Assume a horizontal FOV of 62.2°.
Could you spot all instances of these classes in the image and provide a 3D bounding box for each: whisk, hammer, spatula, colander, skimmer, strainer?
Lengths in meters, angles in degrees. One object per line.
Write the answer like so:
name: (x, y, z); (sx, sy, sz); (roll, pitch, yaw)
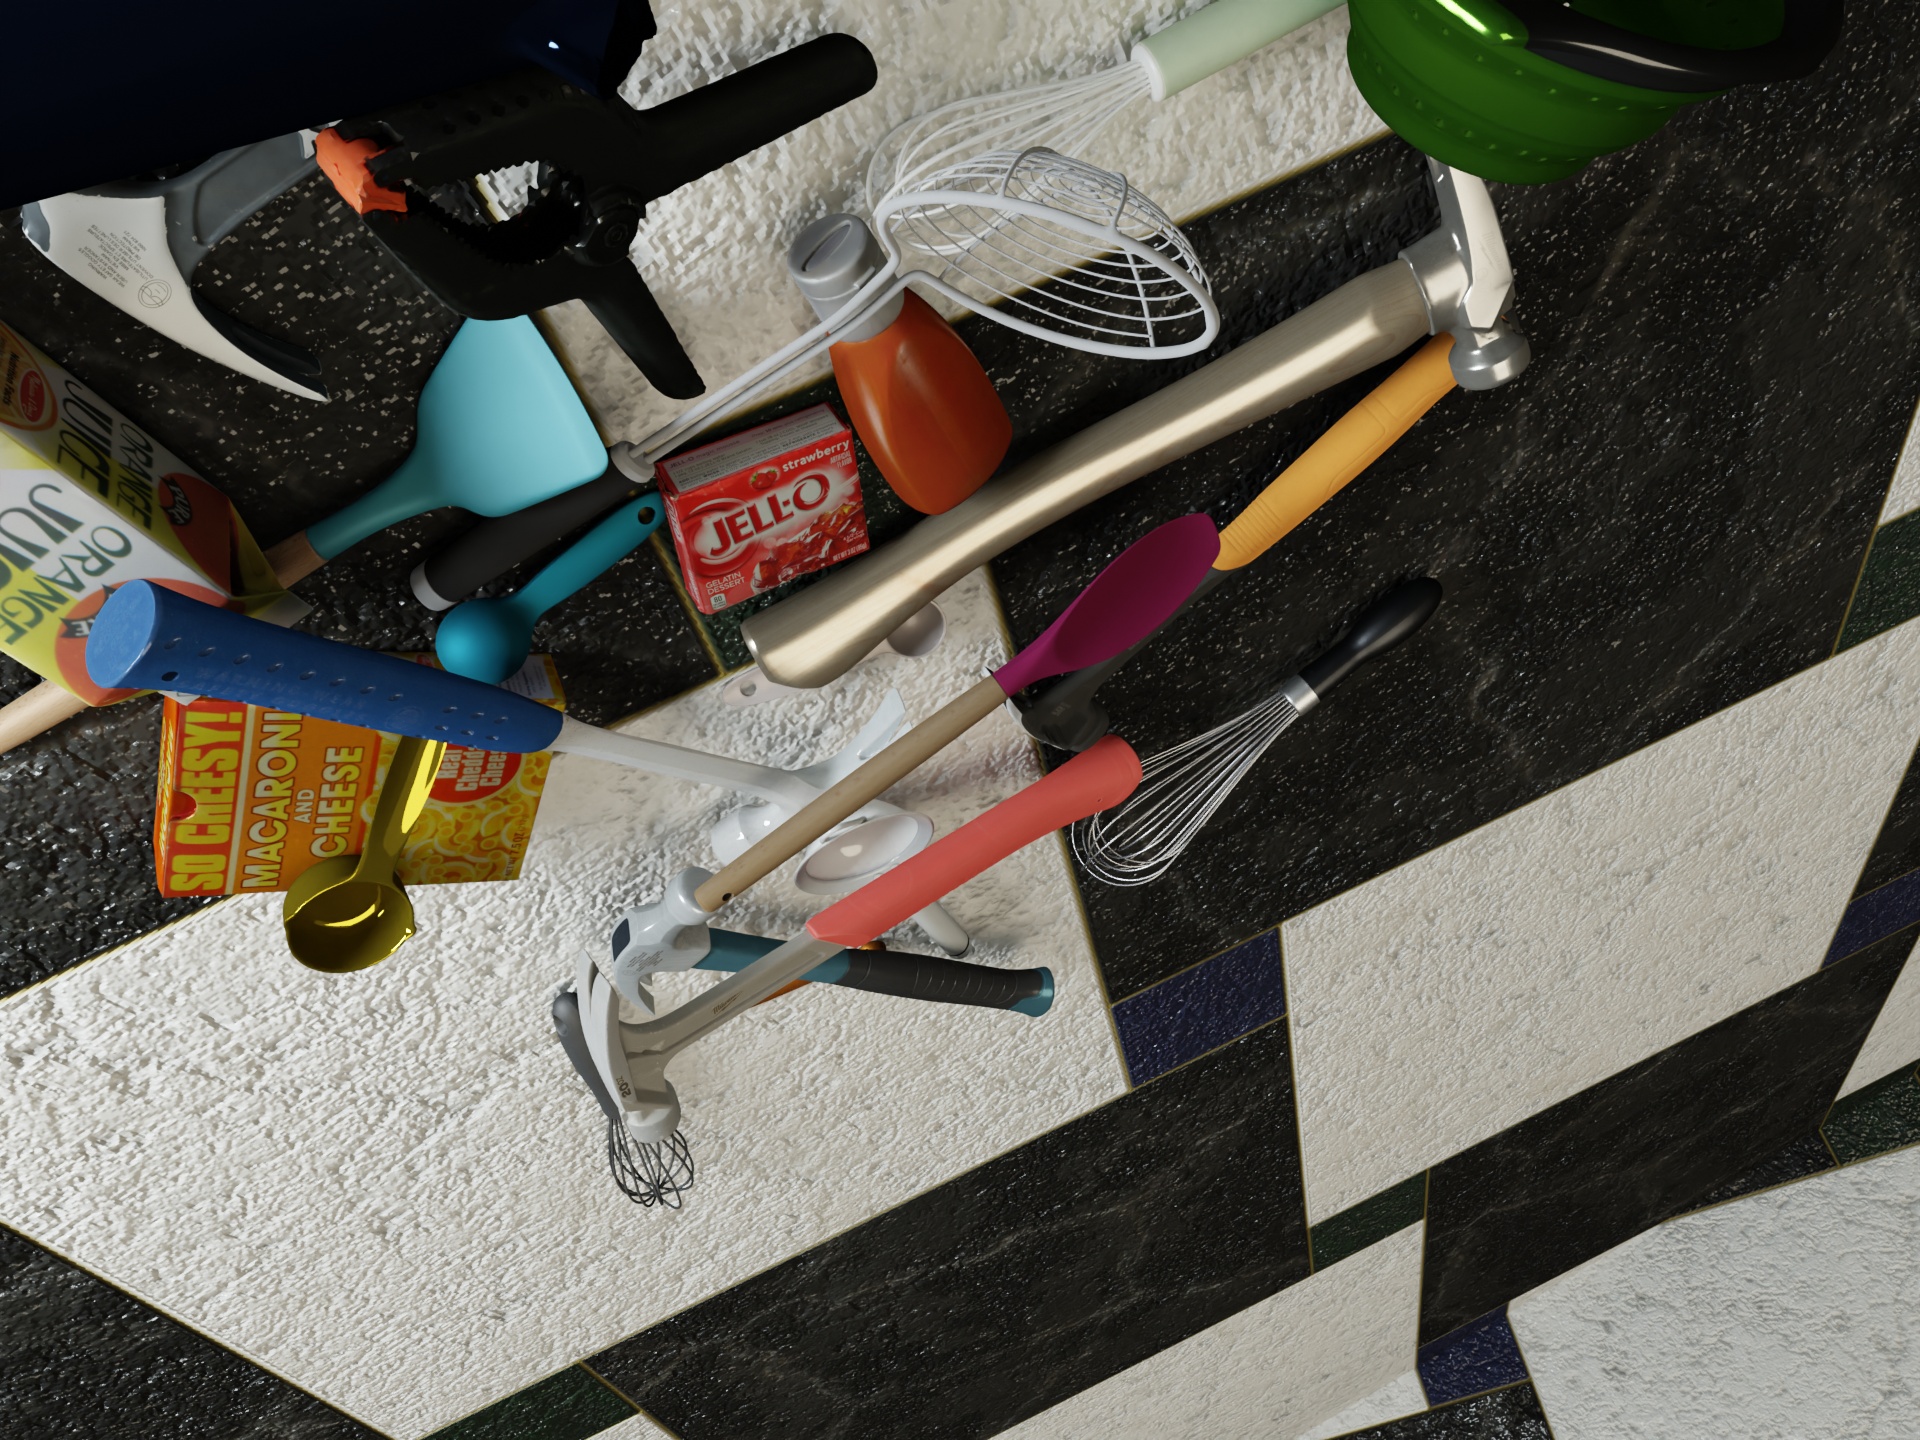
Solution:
whisk: (-0.218, 0.247, 1.019); (0.055, 0.055, 0.238); (-21, 136, -10)
hammer: (-0.128, -0.258, 0.542); (0.409, 0.036, 0.149); (-32, 142, 3)
whisk: (0.186, 0.005, 0.993); (0.284, 0.070, 0.070); (-40, 140, 5)
spatula: (-0.289, -0.060, 0.648); (0.317, 0.044, 0.082); (-30, 97, 6)
hammer: (0.158, -0.107, 0.855); (0.337, 0.034, 0.127); (-42, 158, 11)
hammer: (0.073, -0.138, 0.774); (0.410, 0.038, 0.146); (-28, 123, 5)
hammer: (-0.173, 0.003, 0.706); (0.144, 0.035, 0.405); (-34, 154, 23)
whisk: (0.070, -0.261, 0.653); (0.246, 0.058, 0.059); (-29, 175, -4)
colander: (0.279, -0.308, 0.650); (0.397, 0.205, 0.094); (-28, 159, -30)
hammer: (-0.065, 0.153, 0.986); (0.330, 0.033, 0.128); (15, 139, -39)
skimmer: (-0.077, -0.107, 0.622); (0.363, 0.090, 0.127); (-27, 156, 22)
hammer: (-0.042, 0.095, 0.884); (0.359, 0.037, 0.149); (-30, 142, -25)
strainer: (-0.037, 0.100, 0.973); (0.087, 0.050, 0.258); (-28, 146, 4)

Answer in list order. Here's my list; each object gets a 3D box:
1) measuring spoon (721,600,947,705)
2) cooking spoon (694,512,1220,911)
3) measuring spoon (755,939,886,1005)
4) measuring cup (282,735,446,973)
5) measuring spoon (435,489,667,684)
measuring spoon: (-0.067, -0.035, 0.833); (0.124, 0.018, 0.034); (-20, 115, -1)
cooking spoon: (-0.001, -0.003, 0.795); (0.319, 0.017, 0.068); (-36, 145, -1)
measuring spoon: (-0.101, 0.169, 1.029); (0.117, 0.011, 0.021); (-20, 140, -11)
measuring cup: (-0.268, 0.048, 0.734); (0.062, 0.029, 0.156); (11, 115, -39)
measuring spoon: (-0.179, -0.060, 0.716); (0.128, 0.021, 0.042); (-39, 130, -4)
